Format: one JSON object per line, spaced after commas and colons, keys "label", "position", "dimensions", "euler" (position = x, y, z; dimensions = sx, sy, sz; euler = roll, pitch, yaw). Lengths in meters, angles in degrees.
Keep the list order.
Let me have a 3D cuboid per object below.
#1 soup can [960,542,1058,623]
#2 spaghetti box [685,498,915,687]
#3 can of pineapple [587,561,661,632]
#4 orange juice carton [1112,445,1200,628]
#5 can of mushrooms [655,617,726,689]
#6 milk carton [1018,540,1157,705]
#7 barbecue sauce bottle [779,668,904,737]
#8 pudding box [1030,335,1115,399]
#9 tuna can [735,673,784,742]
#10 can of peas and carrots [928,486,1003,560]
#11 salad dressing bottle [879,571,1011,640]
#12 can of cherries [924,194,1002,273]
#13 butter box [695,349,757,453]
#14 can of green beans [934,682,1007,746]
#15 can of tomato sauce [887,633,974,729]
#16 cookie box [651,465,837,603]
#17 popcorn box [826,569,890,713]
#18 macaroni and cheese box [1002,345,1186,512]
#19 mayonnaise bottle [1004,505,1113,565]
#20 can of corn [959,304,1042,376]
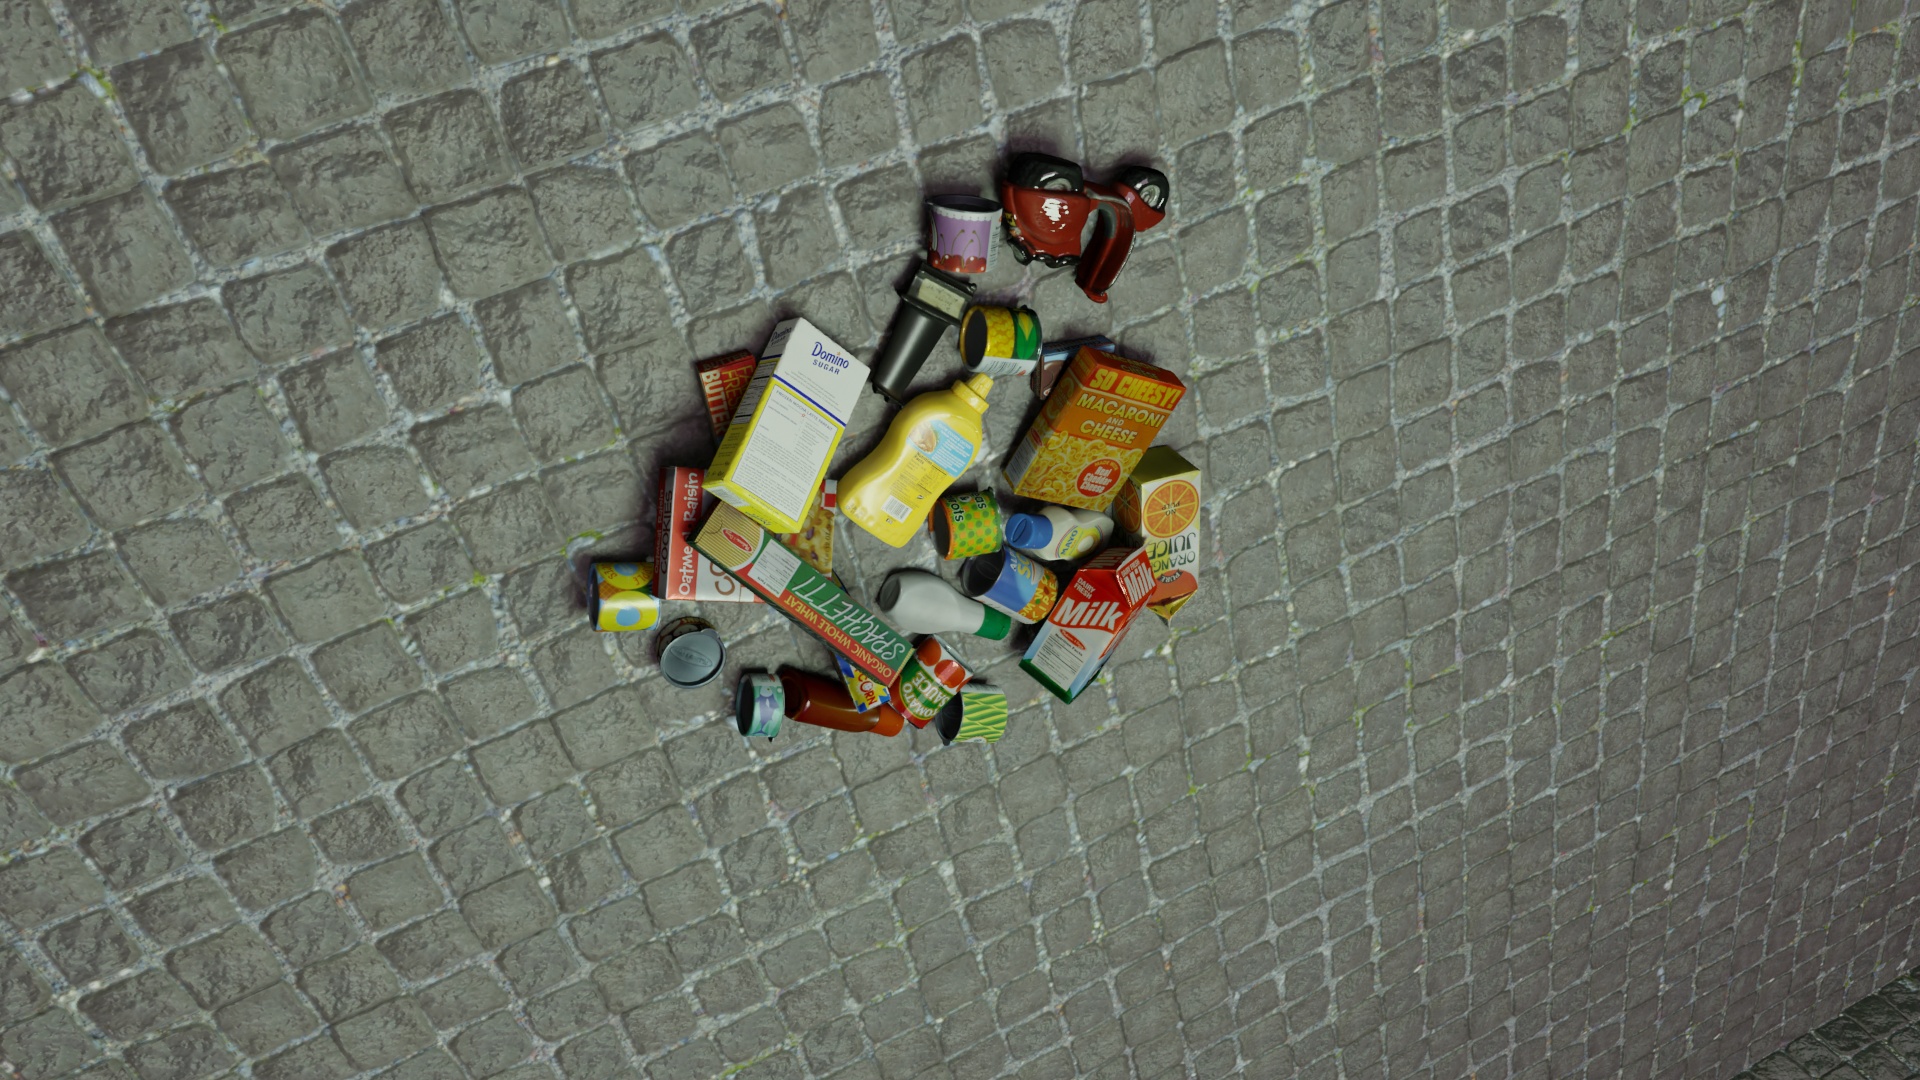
{"label": "soup can", "position": [0.054, 0.042, 1.479], "dimensions": [0.083, 0.071, 0.071], "euler": [28, 102, -34]}
{"label": "spaghetti box", "position": [-0.147, 0.053, 1.307], "dimensions": [0.249, 0.028, 0.050], "euler": [40, 72, -27]}
{"label": "can of pineapple", "position": [-0.317, 0.051, 1.307], "dimensions": [0.058, 0.071, 0.070], "euler": [-1, 116, -25]}
{"label": "orange juice carton", "position": [0.214, 0.000, 1.528], "dimensions": [0.073, 0.072, 0.191], "euler": [-14, 121, -17]}
{"label": "can of mushrooms", "position": [-0.267, 0.110, 1.382], "dimensions": [0.071, 0.033, 0.070], "euler": [-11, 120, -19]}
{"label": "milk carton", "position": [0.145, 0.079, 1.492], "dimensions": [0.073, 0.073, 0.189], "euler": [-33, 157, -53]}
{"label": "barbecue sauce bottle", "position": [-0.124, 0.177, 1.471], "dimensions": [0.148, 0.065, 0.043], "euler": [21, 107, -41]}
{"label": "pudding box", "position": [0.114, -0.176, 1.412], "dimensions": [0.084, 0.030, 0.049], "euler": [-12, 122, -19]}
{"label": "tuna can", "position": [-0.206, 0.172, 1.423], "dimensions": [0.033, 0.071, 0.070], "euler": [4, 114, -25]}
{"label": "can of peas and carrots", "position": [0.005, -0.018, 1.423], "dimensions": [0.059, 0.071, 0.070], "euler": [-10, 120, -20]}
{"label": "salad dressing bottle", "position": [-0.014, 0.074, 1.478], "dimensions": [0.148, 0.044, 0.064], "euler": [18, 107, -33]}
{"label": "can of cherries", "position": [0.001, -0.283, 1.280], "dimensions": [0.071, 0.072, 0.058], "euler": [-6, 119, -22]}
{"label": "butter box", "position": [-0.209, -0.122, 1.291], "dimensions": [0.053, 0.024, 0.103], "euler": [-18, 122, -15]}
{"label": "can of green beans", "position": [0.012, 0.191, 1.538], "dimensions": [0.058, 0.071, 0.071], "euler": [7, 113, -29]}
{"label": "can of tomato sauce", "position": [-0.036, 0.151, 1.492], "dimensions": [0.083, 0.071, 0.071], "euler": [-46, 125, 3]}
{"label": "cookie box", "position": [-0.203, -0.003, 1.313], "dimensions": [0.168, 0.040, 0.123], "euler": [4, 89, -33]}
{"label": "popcorn box", "position": [-0.117, 0.102, 1.417], "dimensions": [0.038, 0.085, 0.126], "euler": [-24, 124, -11]}
{"label": "macaroni and cheese box", "position": [0.136, -0.112, 1.424], "dimensions": [0.124, 0.040, 0.165], "euler": [10, 125, -35]}
{"label": "mayonnaise bottle", "position": [0.102, -0.007, 1.458], "dimensions": [0.148, 0.041, 0.064], "euler": [4, 119, -54]}
{"label": "can of corn", "position": [0.038, -0.196, 1.345], "dimensions": [0.058, 0.071, 0.071], "euler": [1, 116, -25]}
